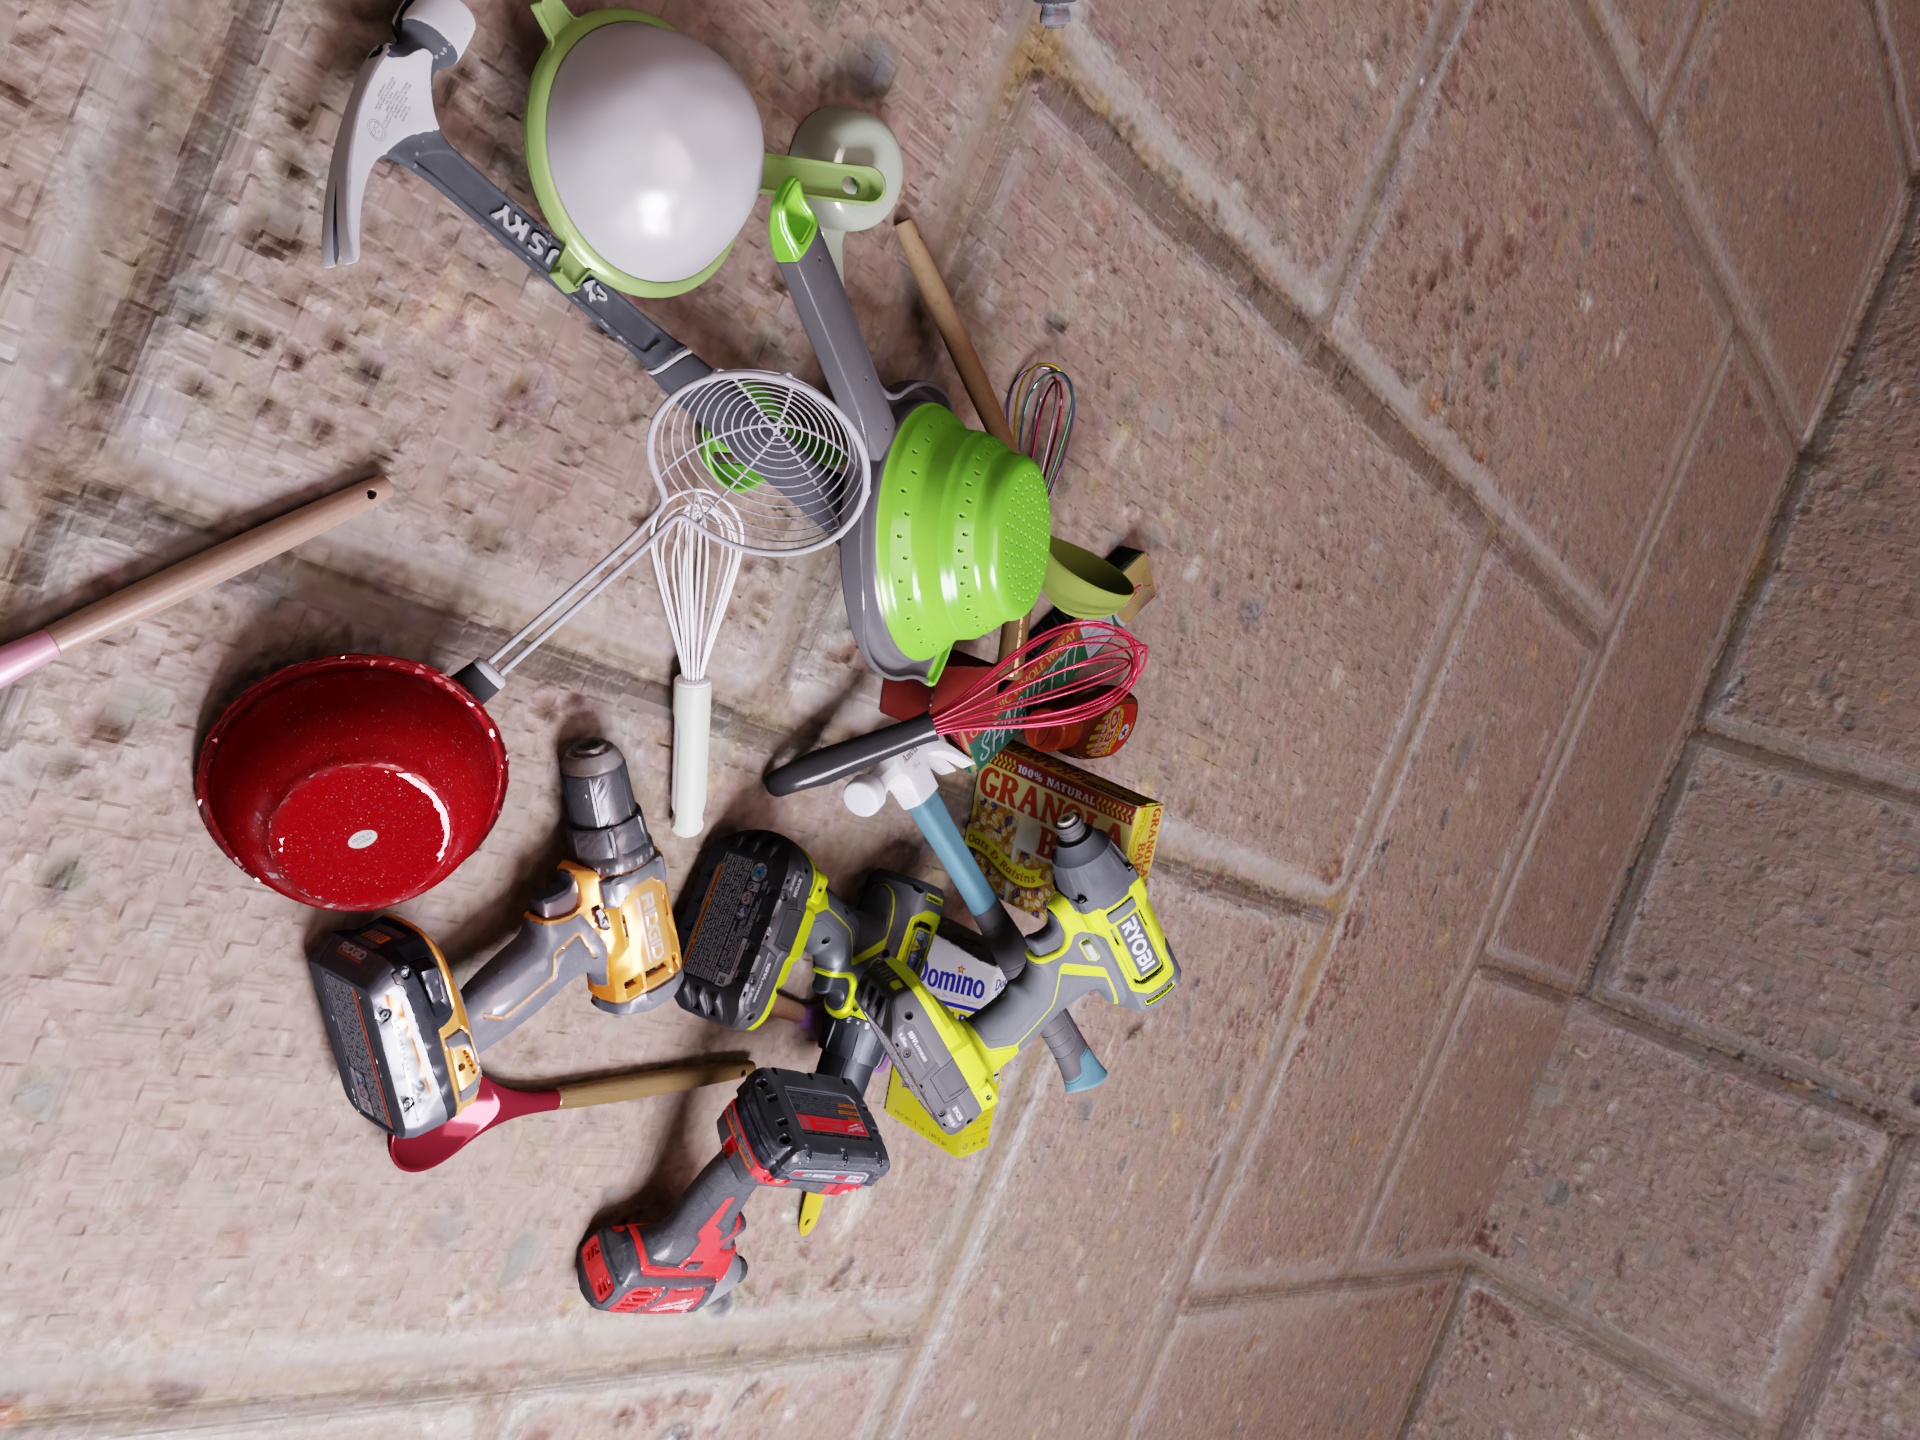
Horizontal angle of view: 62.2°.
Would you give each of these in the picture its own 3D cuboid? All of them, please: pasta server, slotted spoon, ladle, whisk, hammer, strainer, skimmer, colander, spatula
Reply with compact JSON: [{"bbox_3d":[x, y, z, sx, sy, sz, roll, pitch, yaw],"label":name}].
[{"bbox_3d":[-0.412,-0.050,0.772,0.316,0.040,0.060,-36,120,-34],"label":"pasta server"},{"bbox_3d":[-0.068,-0.179,1.110,0.313,0.031,0.070,2,102,-51],"label":"slotted spoon"},{"bbox_3d":[-0.258,0.257,1.097,0.315,0.031,0.069,5,105,-51],"label":"ladle"},{"bbox_3d":[0.056,-0.152,1.216,0.047,0.051,0.245,9,88,-59],"label":"whisk"},{"bbox_3d":[0.025,0.157,1.247,0.331,0.033,0.128,60,35,-13],"label":"hammer"},{"bbox_3d":[0.038,-0.211,1.134,0.062,0.078,0.320,-22,112,12],"label":"ladle"},{"bbox_3d":[-0.118,-0.314,0.892,0.256,0.069,0.151,-12,105,-47],"label":"strainer"},{"bbox_3d":[-0.002,-0.004,1.153,0.296,0.073,0.073,-20,128,-3],"label":"whisk"},{"bbox_3d":[-0.182,-0.214,0.913,0.408,0.036,0.149,38,67,-45],"label":"hammer"},{"bbox_3d":[-0.176,-0.034,1.045,0.059,0.058,0.246,1,113,-13],"label":"whisk"},{"bbox_3d":[-0.211,-0.058,0.888,0.363,0.090,0.127,-42,125,-7],"label":"skimmer"},{"bbox_3d":[-0.018,-0.172,1.010,0.396,0.094,0.205,67,35,-51],"label":"colander"},{"bbox_3d":[-0.139,0.216,1.217,0.315,0.018,0.060,33,69,-51],"label":"spatula"}]

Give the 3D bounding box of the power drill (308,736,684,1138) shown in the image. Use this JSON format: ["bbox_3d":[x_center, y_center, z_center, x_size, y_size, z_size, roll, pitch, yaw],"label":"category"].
[{"bbox_3d":[-0.275,0.127,0.977,0.226,0.084,0.185,-28,121,-43],"label":"power drill"}]

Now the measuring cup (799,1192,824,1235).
[{"bbox_3d":[-0.123,0.361,1.306,0.062,0.029,0.156,-19,132,-43],"label":"measuring cup"}]

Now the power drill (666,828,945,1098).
[{"bbox_3d":[-0.109,0.187,1.176,0.228,0.080,0.190,34,73,-54],"label":"power drill"}]

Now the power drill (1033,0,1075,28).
[{"bbox_3d":[0.010,-0.517,1.002,0.226,0.084,0.164,-30,129,-41],"label":"power drill"}]

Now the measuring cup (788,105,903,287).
[{"bbox_3d":[-0.072,-0.310,1.033,0.083,0.038,0.167,-17,117,-43],"label":"measuring cup"}]

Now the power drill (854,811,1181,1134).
[{"bbox_3d":[0.043,0.183,1.172,0.223,0.080,0.171,-33,117,-14],"label":"power drill"}]

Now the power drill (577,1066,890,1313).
[{"bbox_3d":[-0.162,0.353,1.157,0.219,0.079,0.143,-46,141,18],"label":"power drill"}]
